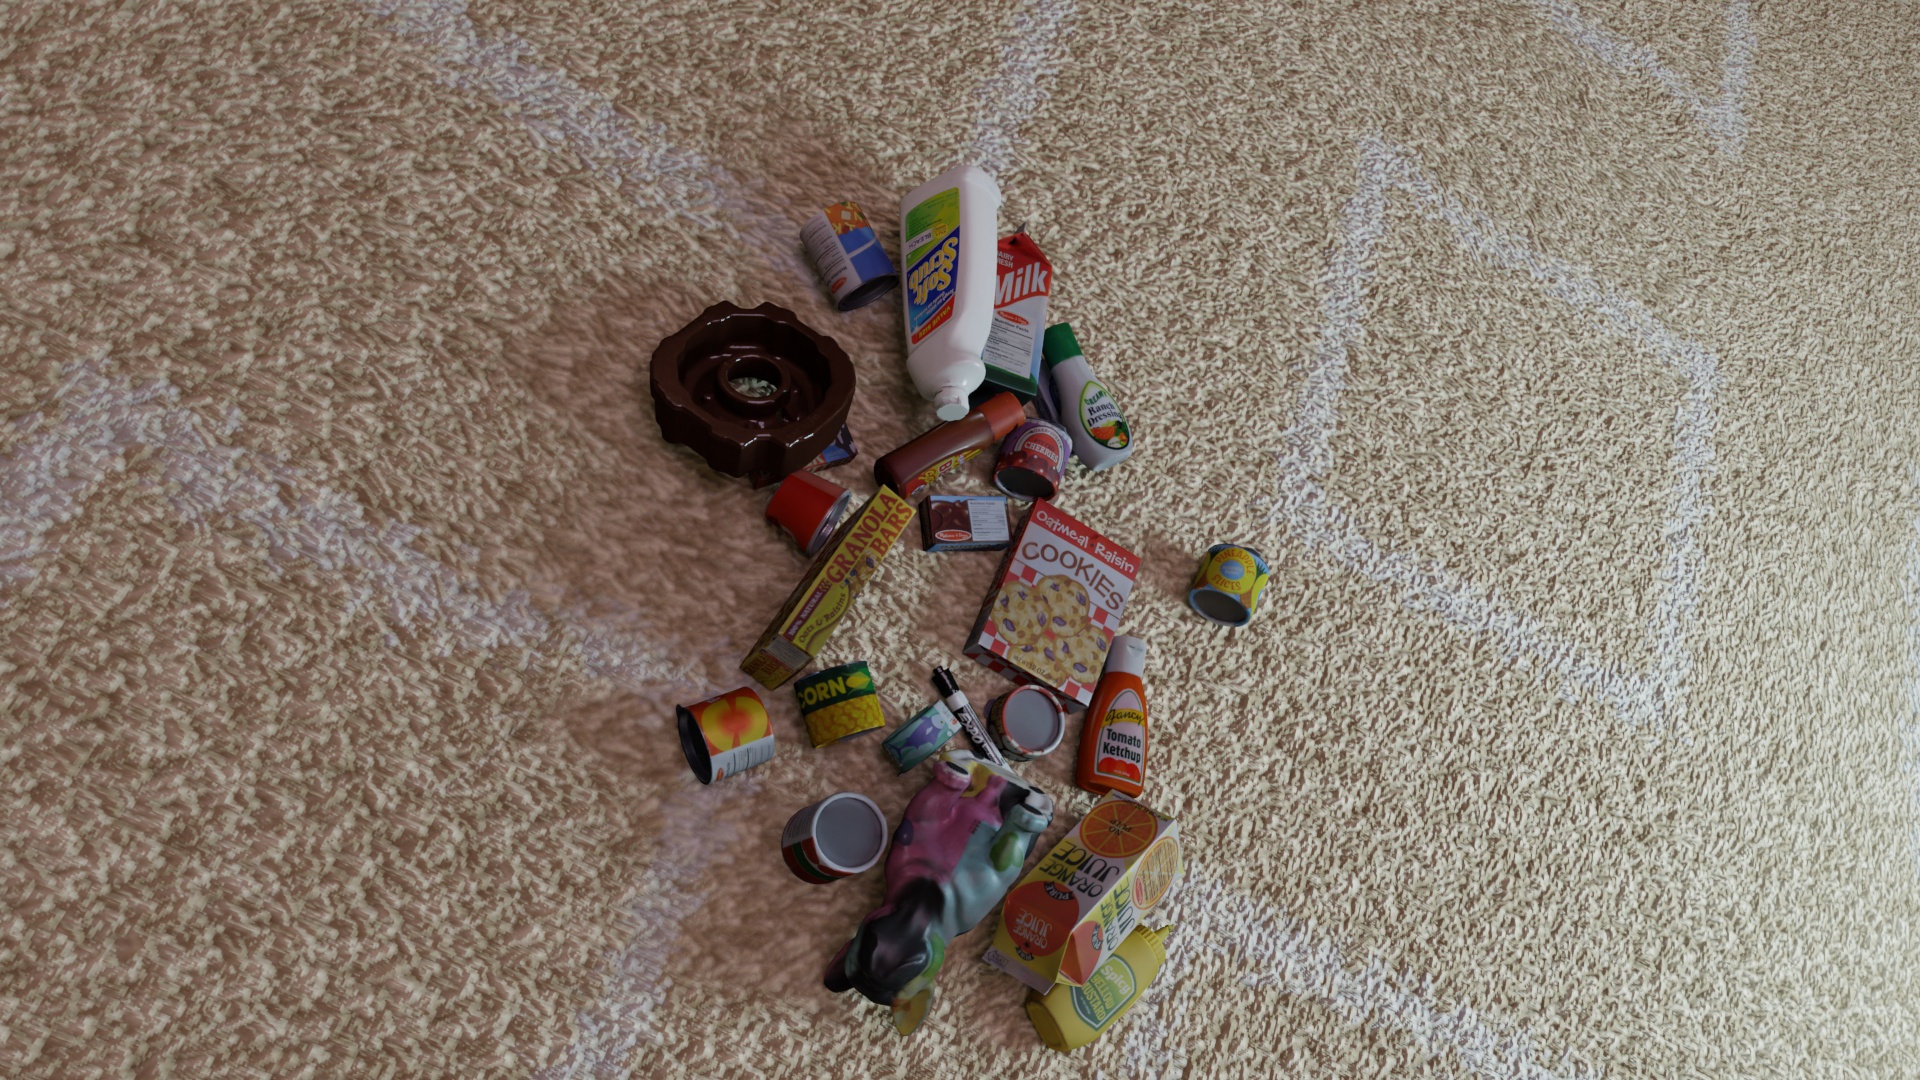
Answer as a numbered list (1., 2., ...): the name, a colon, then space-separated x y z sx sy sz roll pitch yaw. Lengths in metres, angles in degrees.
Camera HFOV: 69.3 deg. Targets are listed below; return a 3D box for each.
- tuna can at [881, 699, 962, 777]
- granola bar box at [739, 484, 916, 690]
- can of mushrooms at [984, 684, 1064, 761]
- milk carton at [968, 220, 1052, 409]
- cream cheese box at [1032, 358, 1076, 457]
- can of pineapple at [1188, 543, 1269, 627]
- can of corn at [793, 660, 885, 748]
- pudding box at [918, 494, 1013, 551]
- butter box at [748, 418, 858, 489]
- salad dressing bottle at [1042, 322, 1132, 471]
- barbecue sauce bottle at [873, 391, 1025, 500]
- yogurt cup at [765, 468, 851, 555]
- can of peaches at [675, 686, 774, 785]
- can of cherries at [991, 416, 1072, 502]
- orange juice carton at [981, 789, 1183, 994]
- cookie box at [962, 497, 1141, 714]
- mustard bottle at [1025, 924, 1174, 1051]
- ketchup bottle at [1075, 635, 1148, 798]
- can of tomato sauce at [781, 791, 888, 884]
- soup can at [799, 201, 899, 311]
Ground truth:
1. tuna can: -0.036 0.171 1.206 0.071 0.070 0.033 -37 88 -30
2. granola bar box: -0.113 0.042 1.183 0.039 0.123 0.166 38 61 -8
3. can of mushrooms: 0.058 0.166 1.268 0.071 0.033 0.071 8 69 -22
4. milk carton: 0.039 -0.223 1.381 0.073 0.072 0.191 17 66 -19
5. cream cheese box: 0.106 -0.136 1.406 0.053 0.024 0.104 -19 80 -28
6. can of pineapple: 0.268 0.044 1.388 0.071 0.070 0.058 35 61 -10
7. can of corn: -0.104 0.140 1.183 0.071 0.071 0.058 -12 78 -28
8. pudding box: 0.005 -0.016 1.313 0.084 0.030 0.050 0 73 -24
9. butter box: -0.150 -0.086 1.271 0.104 0.024 0.053 -19 79 -29
10. salad dressing bottle: 0.120 -0.143 1.374 0.064 0.043 0.148 -18 79 -32
11. barbecue sauce bottle: -0.009 -0.090 1.298 0.149 0.064 0.044 -32 82 -18
12. yogurt cup: -0.137 -0.029 1.233 0.054 0.072 0.073 33 61 3
13. can of peaches: -0.193 0.157 1.139 0.058 0.071 0.071 -17 79 -29
14. can of cherries: 0.070 -0.078 1.341 0.071 0.071 0.058 27 63 -14
15. orange juice carton: 0.106 0.309 1.194 0.193 0.072 0.072 -38 131 -33
16. cookie box: 0.090 0.061 1.317 0.123 0.040 0.168 30 62 -12
17. mustard bottle: 0.132 0.378 1.214 0.161 0.048 0.065 -29 88 -30
18. ketchup bottle: 0.147 0.164 1.304 0.065 0.043 0.149 19 64 -17
19. can of tomato sauce: -0.102 0.245 1.137 0.071 0.082 0.071 8 68 -21
20. soup can: -0.106 -0.274 1.337 0.071 0.071 0.084 -25 83 -29
